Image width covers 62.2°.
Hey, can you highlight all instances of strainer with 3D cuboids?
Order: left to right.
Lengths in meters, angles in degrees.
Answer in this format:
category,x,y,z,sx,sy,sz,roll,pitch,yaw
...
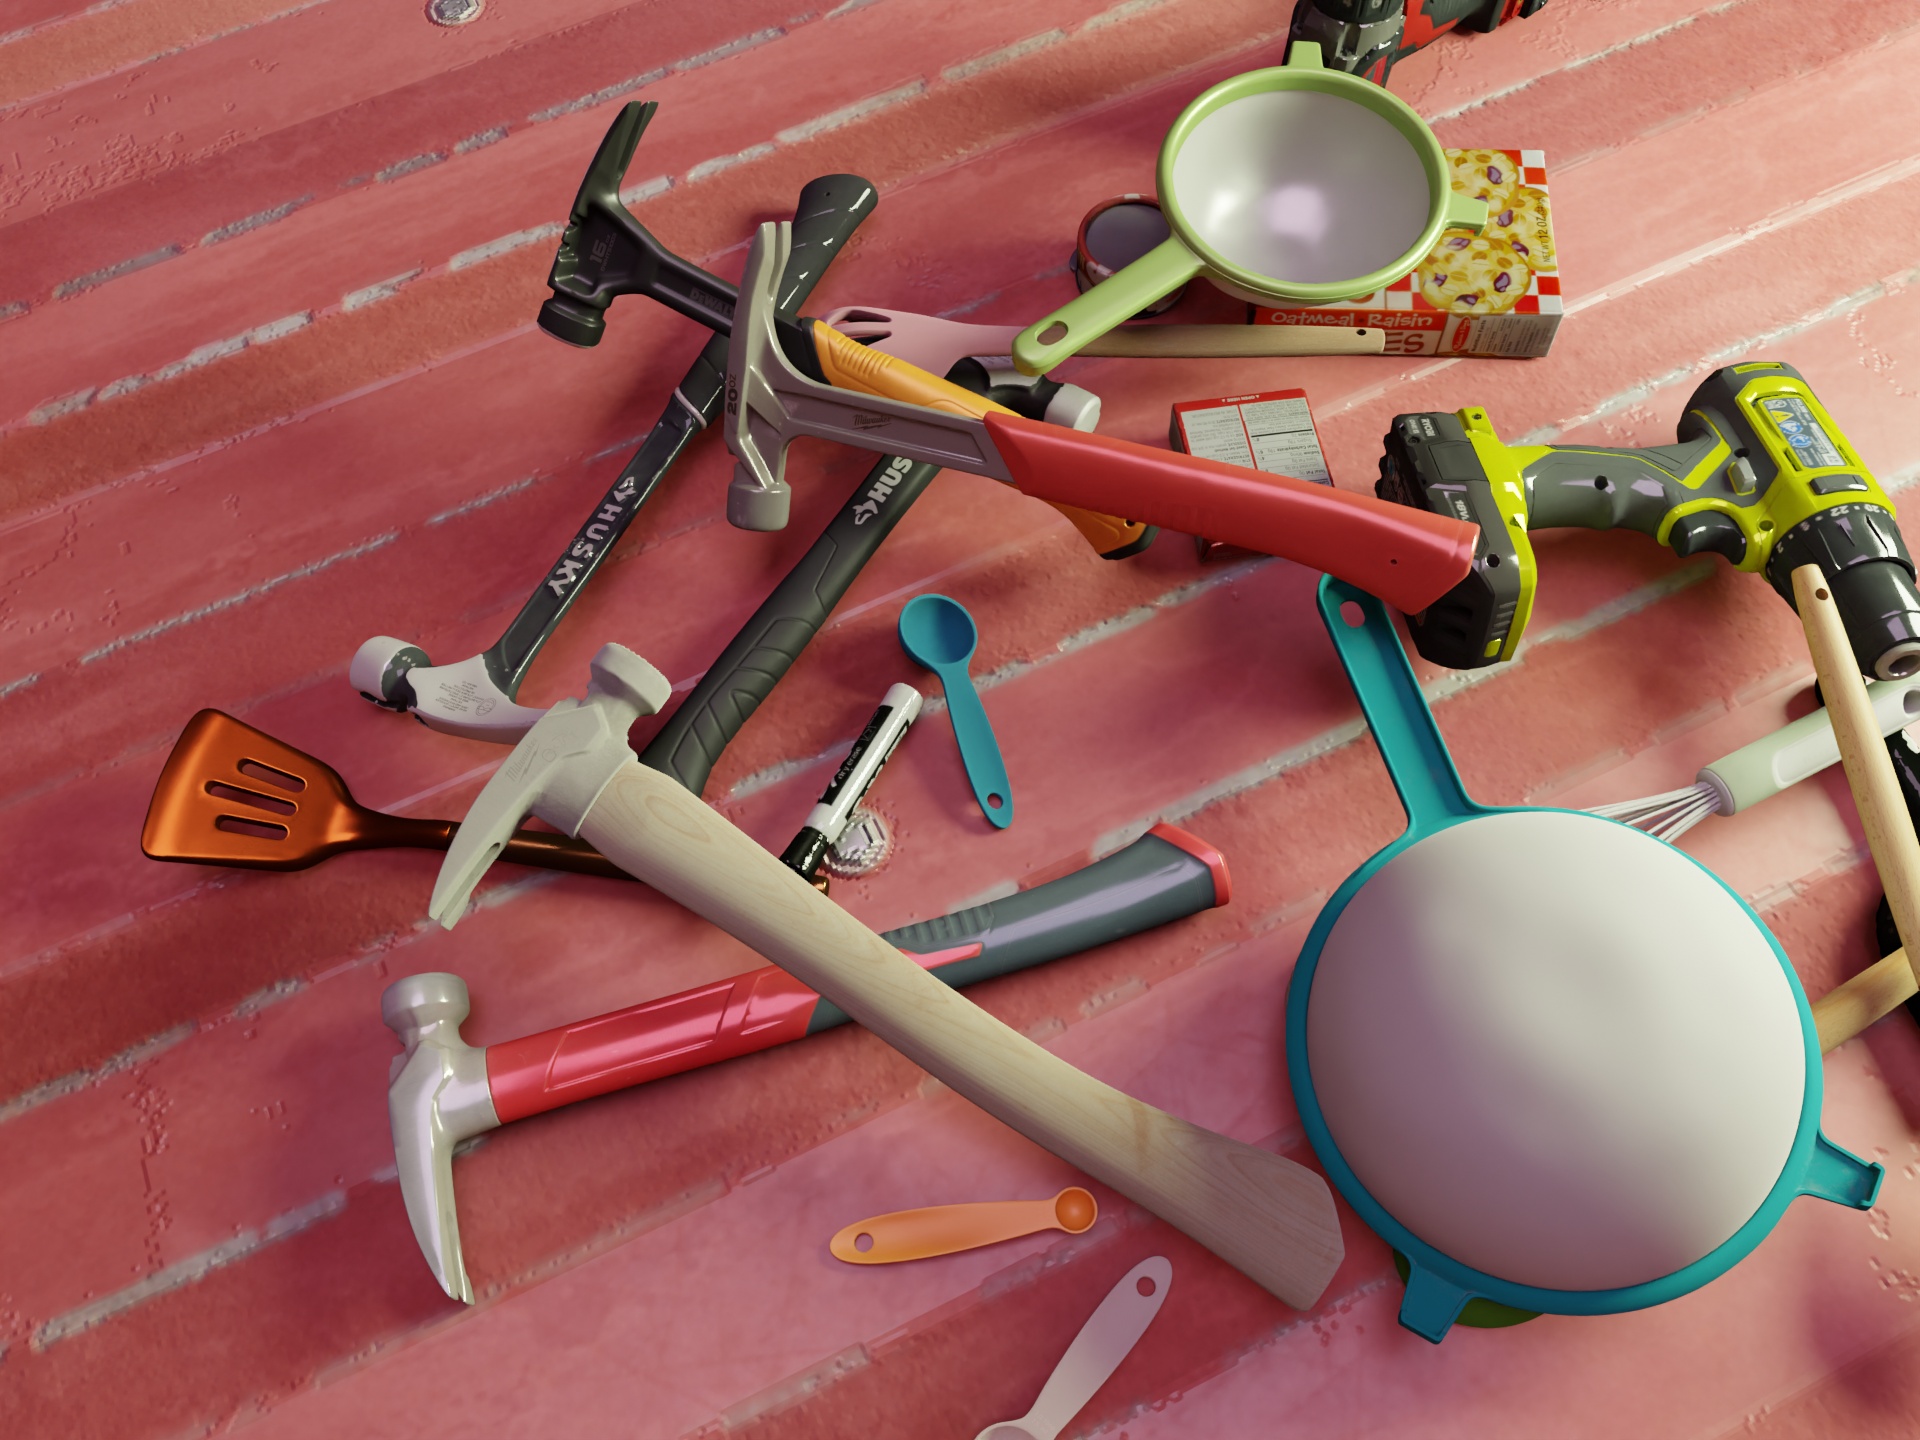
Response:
category,x,y,z,sx,sy,sz,roll,pitch,yaw
strainer,0.133,-0.237,0.830,0.256,0.069,0.152,-34,71,-11
strainer,0.218,0.064,0.652,0.211,0.095,0.341,-18,65,3

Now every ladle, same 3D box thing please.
category,x,y,z,sx,sy,sz,roll,pitch,yaw
ladle,0.398,0.083,0.662,0.069,0.031,0.315,-9,76,-6

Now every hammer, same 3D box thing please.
category,x,y,z,sx,sy,sz,roll,pitch,yaw
hammer,-0.152,-0.154,0.858,0.149,0.036,0.409,18,63,24
hammer,-0.074,-0.080,0.826,0.146,0.035,0.335,30,69,16
hammer,-0.059,0.136,0.714,0.386,0.038,0.143,-16,65,-5
hammer,-0.046,-0.180,0.799,0.337,0.127,0.034,28,23,2
hammer,-0.030,0.127,0.676,0.411,0.038,0.146,32,74,11
hammer,0.058,-0.125,0.738,0.359,0.149,0.037,15,23,14

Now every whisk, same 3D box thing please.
category,x,y,z,sx,sy,sz,roll,pitch,yaw
whisk,0.337,0.037,0.725,0.246,0.059,0.057,-26,105,-4

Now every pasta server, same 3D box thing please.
category,x,y,z,sx,sy,sz,roll,pitch,yaw
pasta server,0.067,-0.197,0.846,0.316,0.040,0.060,-1,64,-3

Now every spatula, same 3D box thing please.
category,x,y,z,sx,sy,sz,roll,pitch,yaw
spatula,-0.222,0.056,0.761,0.322,0.041,0.081,7,63,6

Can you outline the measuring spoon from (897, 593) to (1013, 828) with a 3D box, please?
category,x,y,z,sx,sy,sz,roll,pitch,yaw
measuring spoon,-0.001,-0.003,0.795,0.042,0.021,0.129,-9,70,-27

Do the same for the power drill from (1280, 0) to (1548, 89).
category,x,y,z,sx,sy,sz,roll,pitch,yaw
power drill,0.269,-0.441,0.908,0.080,0.187,0.227,39,67,19

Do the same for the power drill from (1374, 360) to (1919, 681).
category,x,y,z,sx,sy,sz,roll,pitch,yaw
power drill,0.333,-0.089,0.770,0.228,0.080,0.191,-5,49,0

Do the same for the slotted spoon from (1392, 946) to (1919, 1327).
category,x,y,z,sx,sy,sz,roll,pitch,yaw
slotted spoon,0.321,0.155,0.670,0.314,0.031,0.070,-30,70,-6

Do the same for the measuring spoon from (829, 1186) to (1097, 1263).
category,x,y,z,sx,sy,sz,roll,pitch,yaw
measuring spoon,0.001,0.219,0.686,0.117,0.011,0.021,-9,62,2

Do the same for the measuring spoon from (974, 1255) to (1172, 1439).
category,x,y,z,sx,sy,sz,roll,pitch,yaw
measuring spoon,0.048,0.272,0.655,0.034,0.018,0.124,36,64,19
